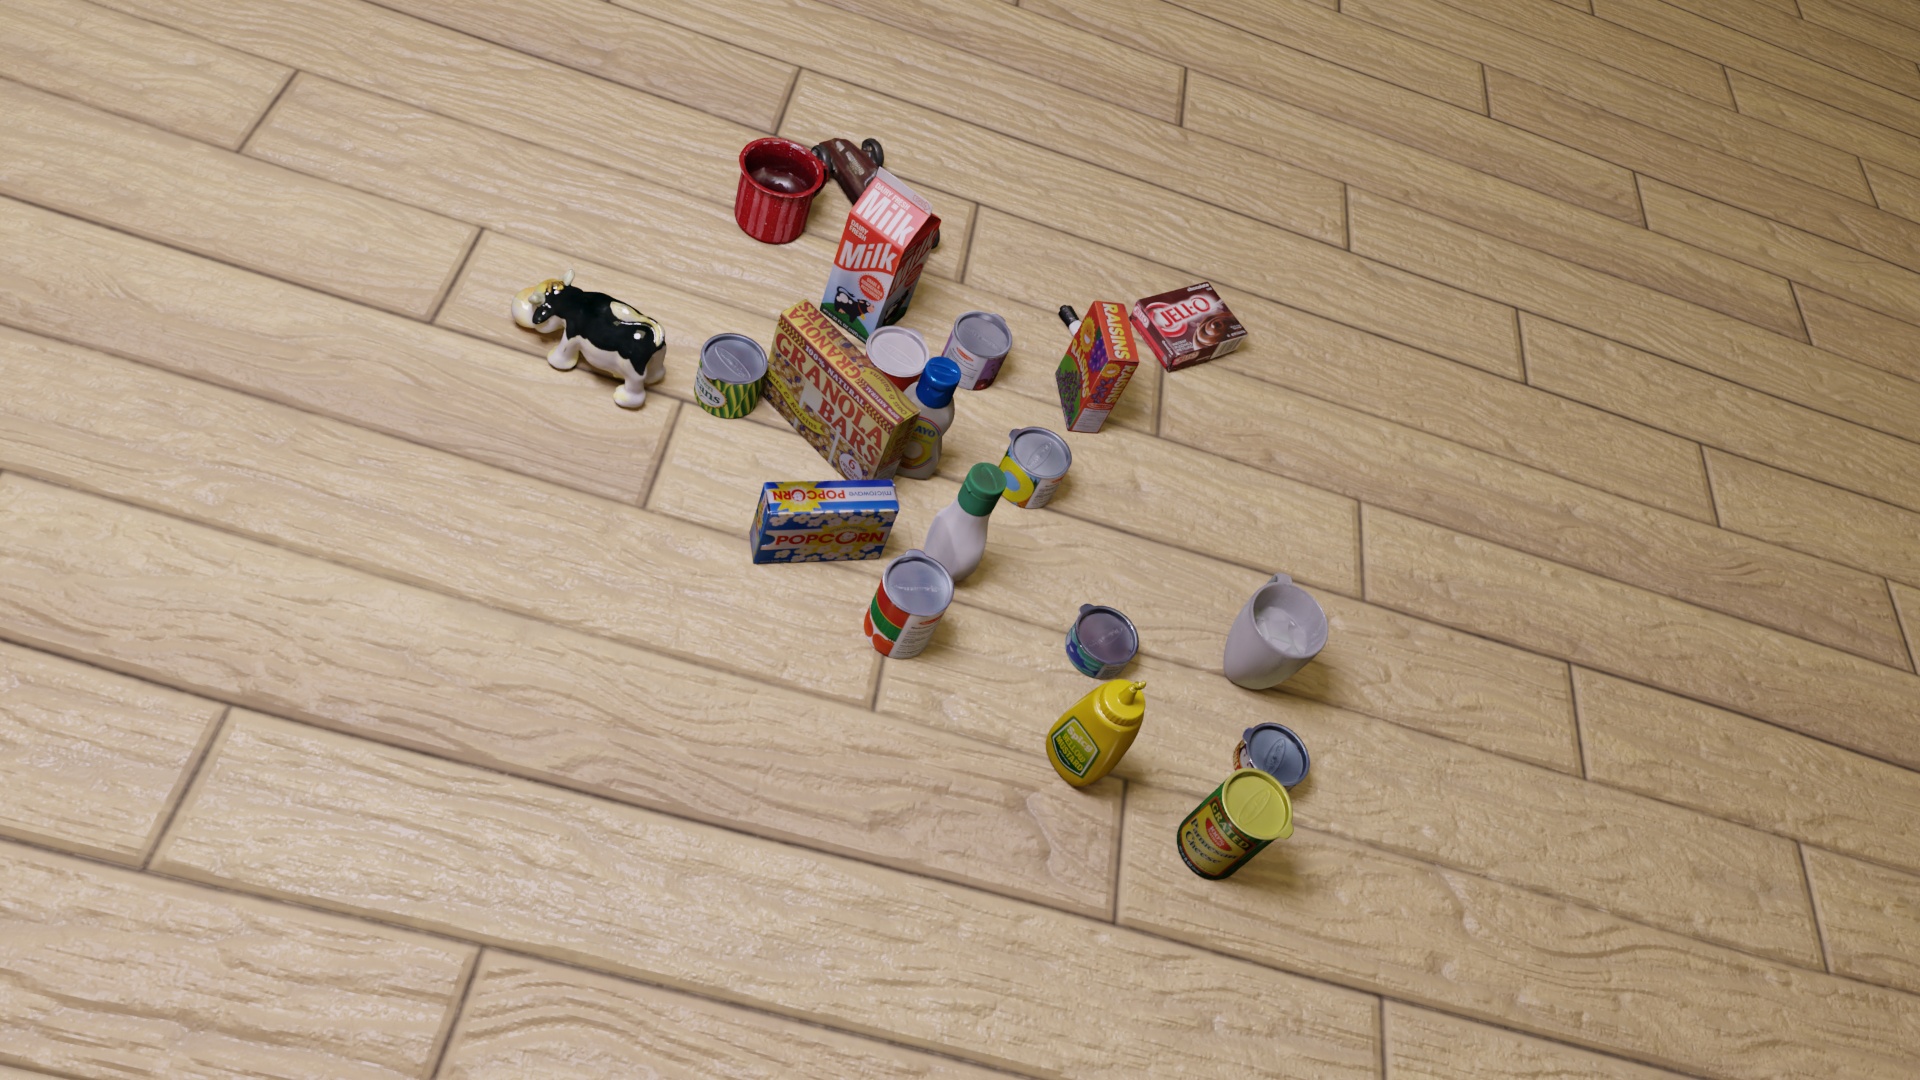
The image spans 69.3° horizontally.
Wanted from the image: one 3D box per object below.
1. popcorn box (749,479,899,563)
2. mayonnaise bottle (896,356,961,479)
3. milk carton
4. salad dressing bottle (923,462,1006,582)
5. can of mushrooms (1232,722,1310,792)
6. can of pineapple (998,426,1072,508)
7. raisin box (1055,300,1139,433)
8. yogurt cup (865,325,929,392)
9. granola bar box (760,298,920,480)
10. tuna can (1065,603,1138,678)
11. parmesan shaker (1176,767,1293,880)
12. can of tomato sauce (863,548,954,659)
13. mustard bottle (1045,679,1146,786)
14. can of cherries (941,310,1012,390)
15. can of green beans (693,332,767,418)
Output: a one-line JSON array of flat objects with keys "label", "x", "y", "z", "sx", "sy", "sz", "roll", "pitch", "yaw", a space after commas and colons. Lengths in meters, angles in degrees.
[{"label": "popcorn box", "x": -0.128, "y": -0.018, "z": 1.304, "sx": 0.127, "sy": 0.084, "sz": 0.038, "roll": -2, "pitch": 57, "yaw": -21}, {"label": "mayonnaise bottle", "x": -0.037, "y": -0.121, "z": 1.370, "sx": 0.065, "sy": 0.147, "sz": 0.041, "roll": 18, "pitch": 52, "yaw": -7}, {"label": "milk carton", "x": -0.081, "y": -0.301, "z": 1.455, "sx": 0.072, "sy": 0.189, "sz": 0.074, "roll": 37, "pitch": 53, "yaw": 8}, {"label": "salad dressing bottle", "x": 0.005, "y": -0.016, "z": 1.311, "sx": 0.044, "sy": 0.146, "sz": 0.064, "roll": -12, "pitch": 61, "yaw": -26}, {"label": "can of mushrooms", "x": 0.295, "y": 0.209, "z": 1.328, "sx": 0.071, "sy": 0.033, "sz": 0.071, "roll": 10, "pitch": 54, "yaw": -13}, {"label": "can of pineapple", "x": 0.074, "y": -0.076, "z": 1.435, "sx": 0.071, "sy": 0.057, "sz": 0.071, "roll": 10, "pitch": 54, "yaw": -13}, {"label": "raisin box", "x": 0.147, "y": -0.186, "z": 1.497, "sx": 0.040, "sy": 0.122, "sz": 0.086, "roll": 3, "pitch": 55, "yaw": -18}, {"label": "yogurt cup", "x": -0.071, "y": -0.184, "z": 1.461, "sx": 0.072, "sy": 0.053, "sz": 0.073, "roll": 10, "pitch": 54, "yaw": -13}, {"label": "granola bar box", "x": -0.122, "y": -0.137, "z": 1.366, "sx": 0.166, "sy": 0.123, "sz": 0.039, "roll": 45, "pitch": 54, "yaw": 14}, {"label": "tuna can", "x": 0.135, "y": 0.097, "z": 1.350, "sx": 0.071, "sy": 0.032, "sz": 0.071, "roll": 10, "pitch": 54, "yaw": -13}, {"label": "parmesan shaker", "x": 0.243, "y": 0.256, "z": 1.233, "sx": 0.071, "sy": 0.102, "sz": 0.071, "roll": 10, "pitch": 54, "yaw": -13}, {"label": "can of tomato sauce", "x": -0.050, "y": 0.060, "z": 1.279, "sx": 0.071, "sy": 0.082, "sz": 0.071, "roll": 10, "pitch": 54, "yaw": -13}, {"label": "mustard bottle", "x": 0.125, "y": 0.160, "z": 1.222, "sx": 0.049, "sy": 0.159, "sz": 0.065, "roll": -26, "pitch": 68, "yaw": -32}, {"label": "can of cherries", "x": 0.018, "y": -0.207, "z": 1.507, "sx": 0.071, "sy": 0.058, "sz": 0.072, "roll": 10, "pitch": 54, "yaw": -13}, {"label": "can of green beans", "x": -0.230, "y": -0.164, "z": 1.388, "sx": 0.071, "sy": 0.057, "sz": 0.071, "roll": 10, "pitch": 54, "yaw": -13}]
